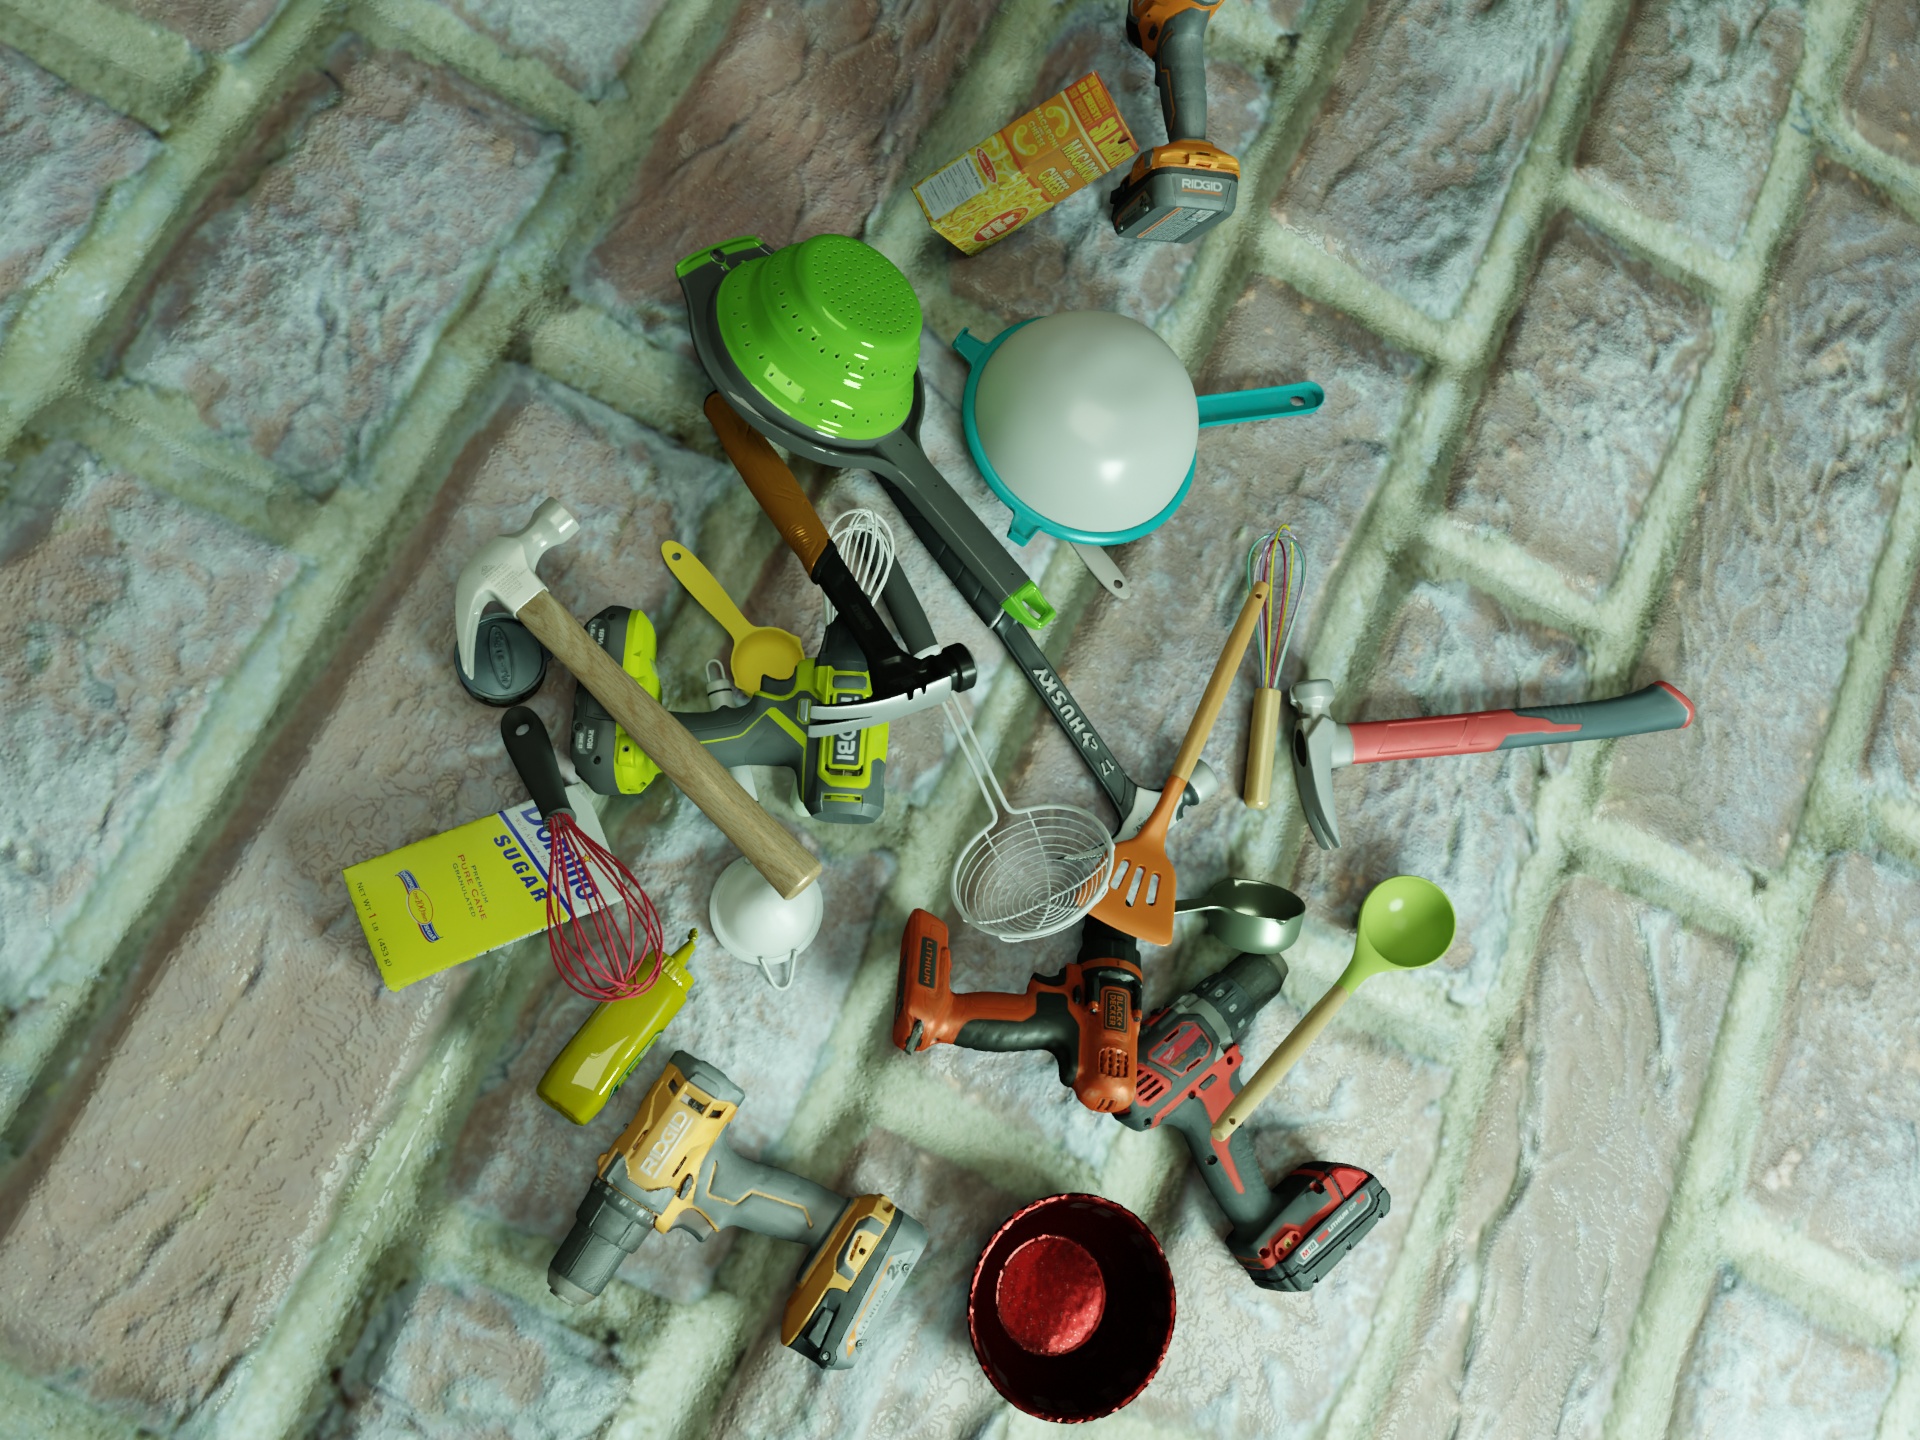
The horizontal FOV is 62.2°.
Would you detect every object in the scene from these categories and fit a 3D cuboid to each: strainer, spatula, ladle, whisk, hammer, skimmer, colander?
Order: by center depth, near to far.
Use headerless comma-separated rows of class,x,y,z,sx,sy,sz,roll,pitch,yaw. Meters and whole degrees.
whisk,-0.269,0.081,1.086,0.073,0.073,0.296,-18,45,-18
hammer,-0.224,-0.001,1.109,0.130,0.031,0.331,-43,84,-12
hammer,-0.119,-0.131,1.178,0.127,0.034,0.337,-19,57,-22
strainer,-0.160,0.076,1.203,0.087,0.050,0.258,-11,79,-19
skimmer,-0.002,-0.004,1.216,0.127,0.090,0.363,-25,79,-1
colander,-0.043,-0.241,1.222,0.397,0.094,0.204,49,43,0
whisk,-0.097,-0.047,1.230,0.057,0.059,0.246,14,86,-28
ladle,0.290,0.222,1.235,0.078,0.062,0.320,50,50,7
spatula,0.185,0.024,1.265,0.081,0.041,0.323,25,74,2
hammer,0.037,-0.069,1.287,0.149,0.036,0.409,-35,89,-18
strainer,0.173,-0.268,1.323,0.340,0.095,0.211,-11,77,-20
whisk,0.259,-0.047,1.339,0.051,0.047,0.245,8,81,1
hammer,0.471,0.023,1.384,0.386,0.038,0.143,-5,82,-16

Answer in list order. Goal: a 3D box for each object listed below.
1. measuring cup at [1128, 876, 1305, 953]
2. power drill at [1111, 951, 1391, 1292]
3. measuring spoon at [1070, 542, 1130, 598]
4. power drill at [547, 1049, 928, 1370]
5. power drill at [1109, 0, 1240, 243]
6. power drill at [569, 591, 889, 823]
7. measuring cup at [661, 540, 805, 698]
measuring cup,0.194,0.161,1.259,0.167,0.083,0.038,-3,110,-21
power drill,0.234,0.307,1.246,0.188,0.080,0.227,-36,87,-21
measuring spoon,0.103,-0.152,1.328,0.034,0.018,0.124,-39,91,-19
power drill,-0.161,0.369,1.125,0.226,0.084,0.185,34,73,-2
power drill,0.180,-0.534,1.366,0.084,0.164,0.226,1,92,-15
power drill,-0.163,-0.016,1.171,0.223,0.080,0.171,3,77,0
measuring cup,-0.181,-0.078,1.238,0.062,0.029,0.156,-39,80,-14
